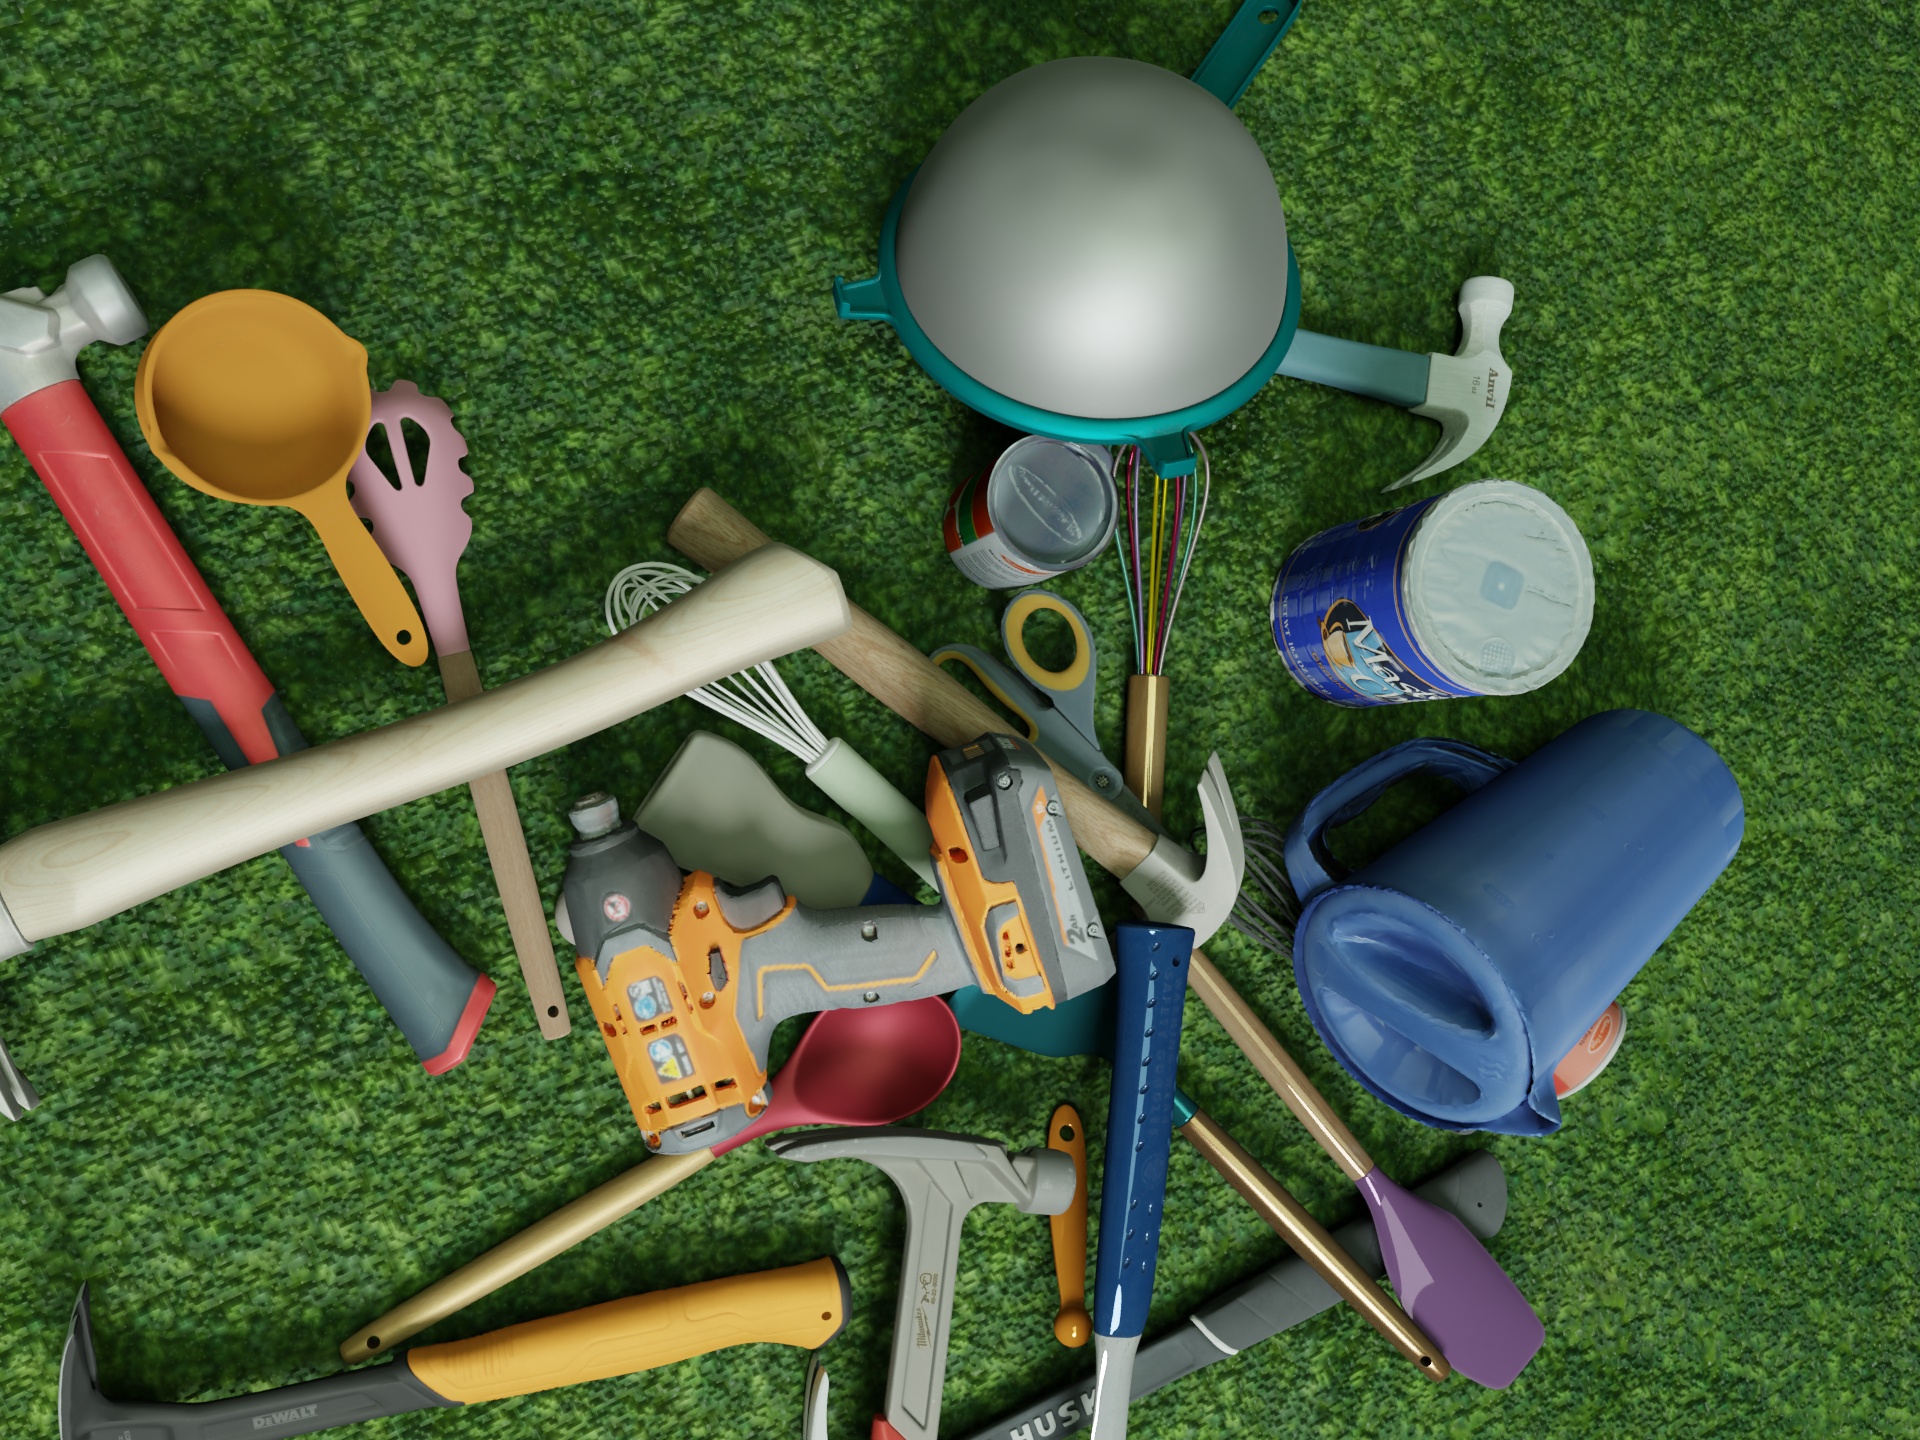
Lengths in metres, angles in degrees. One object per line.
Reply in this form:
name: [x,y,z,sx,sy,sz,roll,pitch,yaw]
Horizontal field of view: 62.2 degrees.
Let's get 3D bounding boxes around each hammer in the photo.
hammer: [0.077,0.299,0.751,0.144,0.035,0.405,8,87,-34]
hammer: [-0.238,0.026,0.686,0.410,0.038,0.146,-21,96,-12]
hammer: [-0.213,0.283,0.713,0.336,0.034,0.127,-5,110,-19]
hammer: [-0.338,-0.003,0.702,0.143,0.038,0.386,-32,96,-14]
hammer: [-0.038,0.371,0.730,0.149,0.037,0.359,9,83,-19]
hammer: [0.145,-0.207,0.852,0.331,0.033,0.128,9,84,-15]
hammer: [-0.001,-0.002,0.776,0.331,0.130,0.031,38,35,-4]
hammer: [0.110,0.319,0.816,0.409,0.036,0.149,-21,92,-16]

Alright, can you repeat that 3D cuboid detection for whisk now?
whisk: [-0.074,0.013,0.775,0.246,0.058,0.059,43,119,-14]
whisk: [0.097,-0.045,0.826,0.051,0.047,0.245,3,90,-17]
whisk: [0.203,0.138,0.848,0.055,0.055,0.239,-45,104,-13]

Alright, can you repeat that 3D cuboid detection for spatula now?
spatula: [0.131,0.224,0.801,0.317,0.044,0.082,44,104,1]
spatula: [0.192,0.217,0.829,0.060,0.018,0.316,-38,89,-20]

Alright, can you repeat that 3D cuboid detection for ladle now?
ladle: [-0.142,0.216,0.753,0.315,0.031,0.069,-28,90,-13]

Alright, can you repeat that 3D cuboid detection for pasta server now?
pasta server: [-0.228,-0.005,0.741,0.060,0.040,0.316,-15,96,-16]

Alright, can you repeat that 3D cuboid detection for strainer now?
strainer: [0.099,-0.290,0.777,0.211,0.095,0.340,28,66,9]

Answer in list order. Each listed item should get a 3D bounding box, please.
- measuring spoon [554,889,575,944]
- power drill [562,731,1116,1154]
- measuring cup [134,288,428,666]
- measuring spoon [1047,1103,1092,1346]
measuring spoon: [-0.134,0.108,0.764,0.124,0.018,0.034,22,81,-15]
power drill: [-0.061,0.083,0.714,0.226,0.084,0.164,-19,101,-3]
measuring cup: [-0.285,-0.100,0.690,0.095,0.052,0.173,-37,117,-26]
measuring spoon: [0.055,0.251,0.795,0.021,0.011,0.117,4,66,-10]
